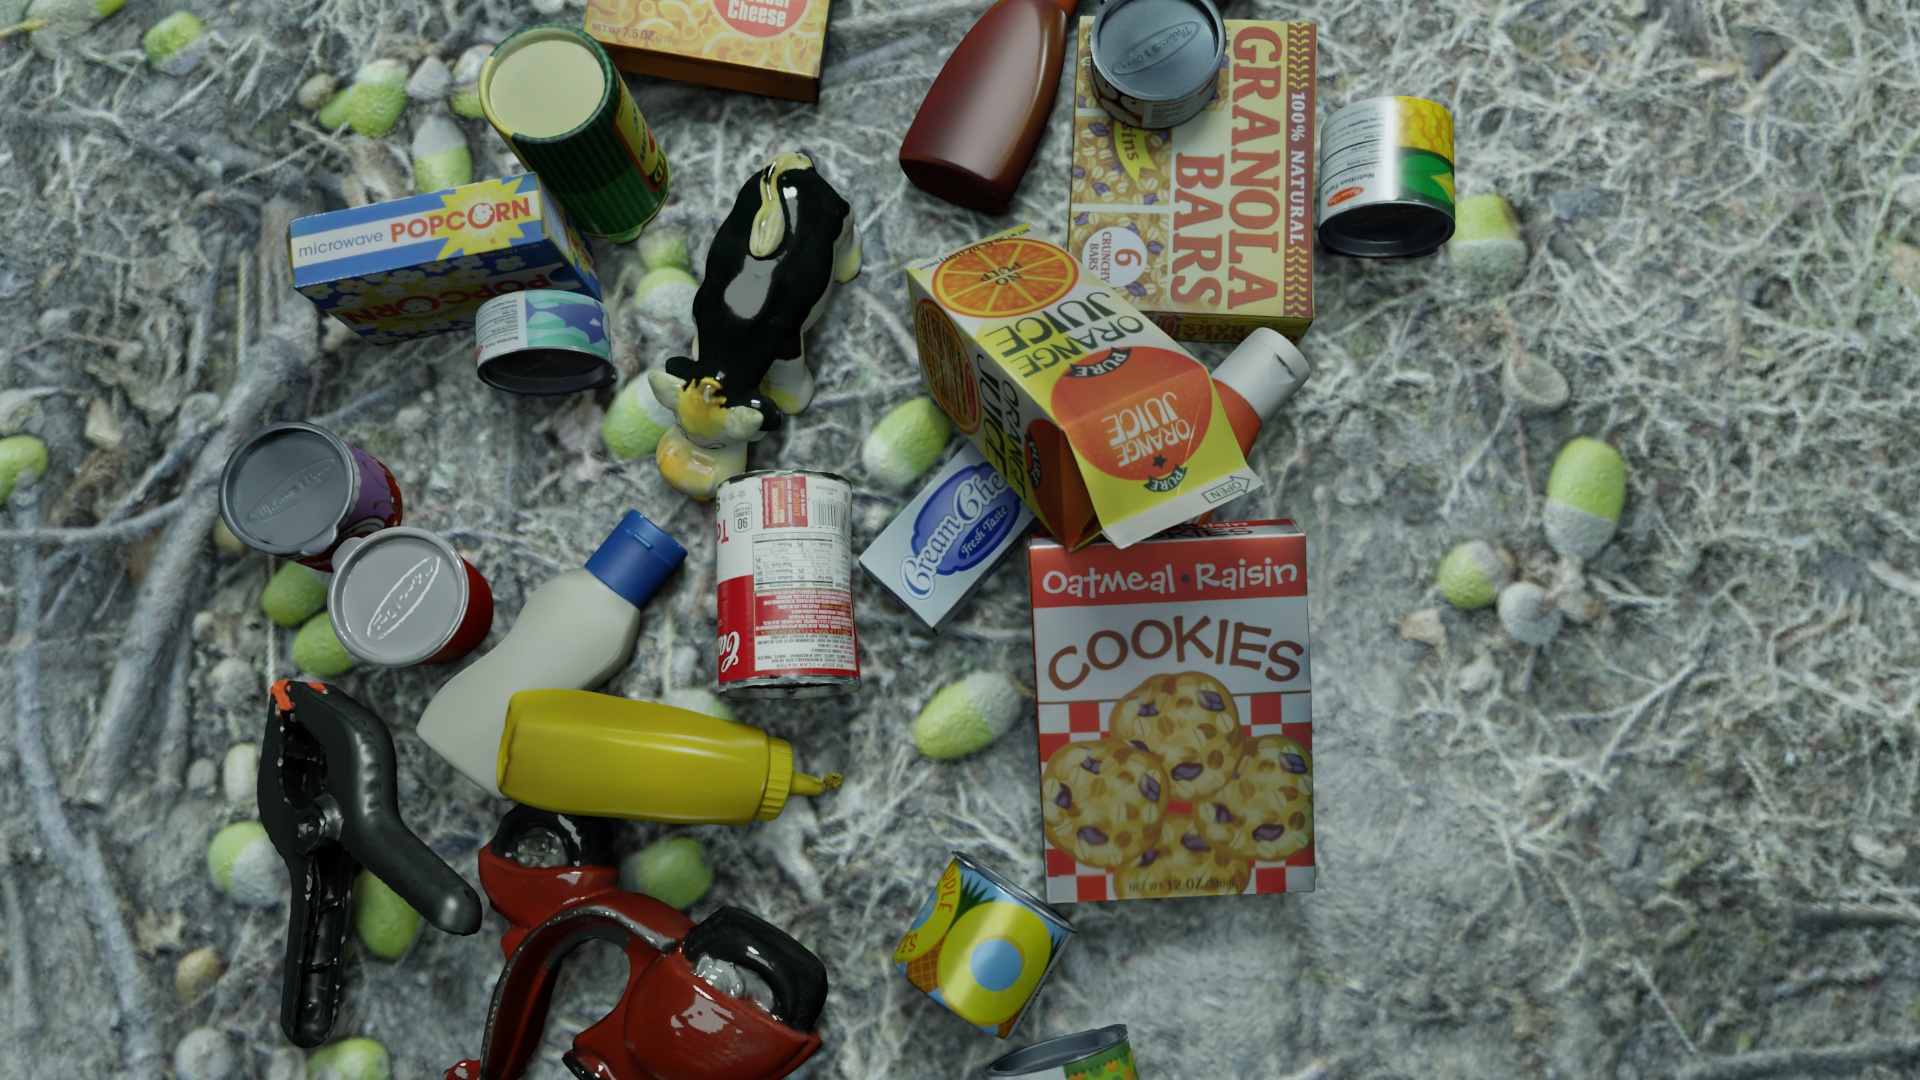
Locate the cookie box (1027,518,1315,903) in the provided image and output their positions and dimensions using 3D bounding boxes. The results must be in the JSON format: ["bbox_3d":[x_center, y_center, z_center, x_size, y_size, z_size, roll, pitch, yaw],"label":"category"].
[{"bbox_3d":[0.096,0.077,0.638,0.123,0.040,0.167,-3,98,3],"label":"cookie box"}]

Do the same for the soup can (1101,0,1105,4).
[{"bbox_3d":[0.114,-0.322,0.731,0.084,0.071,0.071,-10,78,0],"label":"soup can"}]

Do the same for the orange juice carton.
[{"bbox_3d":[0.050,-0.064,0.626,0.072,0.072,0.193,-23,44,-16],"label":"orange juice carton"}]

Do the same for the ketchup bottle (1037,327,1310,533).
[{"bbox_3d":[0.109,-0.041,0.683,0.149,0.043,0.064,-46,106,-7],"label":"ketchup bottle"}]

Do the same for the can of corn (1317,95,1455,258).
[{"bbox_3d":[0.216,-0.181,0.700,0.071,0.071,0.058,3,78,4],"label":"can of corn"}]

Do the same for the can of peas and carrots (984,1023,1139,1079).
[{"bbox_3d":[0.052,0.254,0.616,0.071,0.071,0.059,-15,79,0],"label":"can of peas and carrots"}]

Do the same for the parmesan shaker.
[{"bbox_3d":[-0.192,-0.203,0.704,0.071,0.103,0.071,0,78,3],"label":"parmesan shaker"}]

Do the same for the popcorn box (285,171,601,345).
[{"bbox_3d":[-0.258,-0.140,0.703,0.127,0.085,0.038,-11,77,1],"label":"popcorn box"}]

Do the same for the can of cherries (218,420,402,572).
[{"bbox_3d":[-0.322,-0.018,0.694,0.071,0.058,0.071,0,78,2],"label":"can of cherries"}]

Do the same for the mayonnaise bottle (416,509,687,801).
[{"bbox_3d":[-0.194,0.053,0.682,0.065,0.041,0.148,38,81,2],"label":"mayonnaise bottle"}]

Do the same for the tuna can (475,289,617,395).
[{"bbox_3d":[-0.208,-0.099,0.703,0.071,0.071,0.033,-7,77,1],"label":"tuna can"}]

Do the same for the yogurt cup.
[{"bbox_3d":[-0.266,0.031,0.682,0.072,0.054,0.072,-1,78,3],"label":"yogurt cup"}]

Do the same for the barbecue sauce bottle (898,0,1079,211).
[{"bbox_3d":[0.025,-0.249,0.733,0.065,0.043,0.149,21,79,20],"label":"barbecue sauce bottle"}]

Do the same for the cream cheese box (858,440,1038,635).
[{"bbox_3d":[0.002,-0.009,0.694,0.053,0.024,0.104,41,83,11],"label":"cream cheese box"}]

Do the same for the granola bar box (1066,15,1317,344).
[{"bbox_3d":[0.119,-0.188,0.718,0.124,0.039,0.166,3,78,3],"label":"granola bar box"}]

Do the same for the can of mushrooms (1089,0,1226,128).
[{"bbox_3d":[0.096,-0.244,0.693,0.071,0.033,0.071,-1,79,5],"label":"can of mushrooms"}]

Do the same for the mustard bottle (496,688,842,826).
[{"bbox_3d":[-0.131,0.106,0.648,0.160,0.065,0.048,13,98,-20],"label":"mustard bottle"}]

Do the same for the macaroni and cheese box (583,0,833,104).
[{"bbox_3d":[-0.125,-0.329,0.743,0.124,0.040,0.166,8,84,-6],"label":"macaroni and cheese box"}]

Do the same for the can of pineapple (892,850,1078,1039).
[{"bbox_3d":[0.009,0.182,0.631,0.071,0.071,0.058,31,82,9],"label":"can of pineapple"}]
